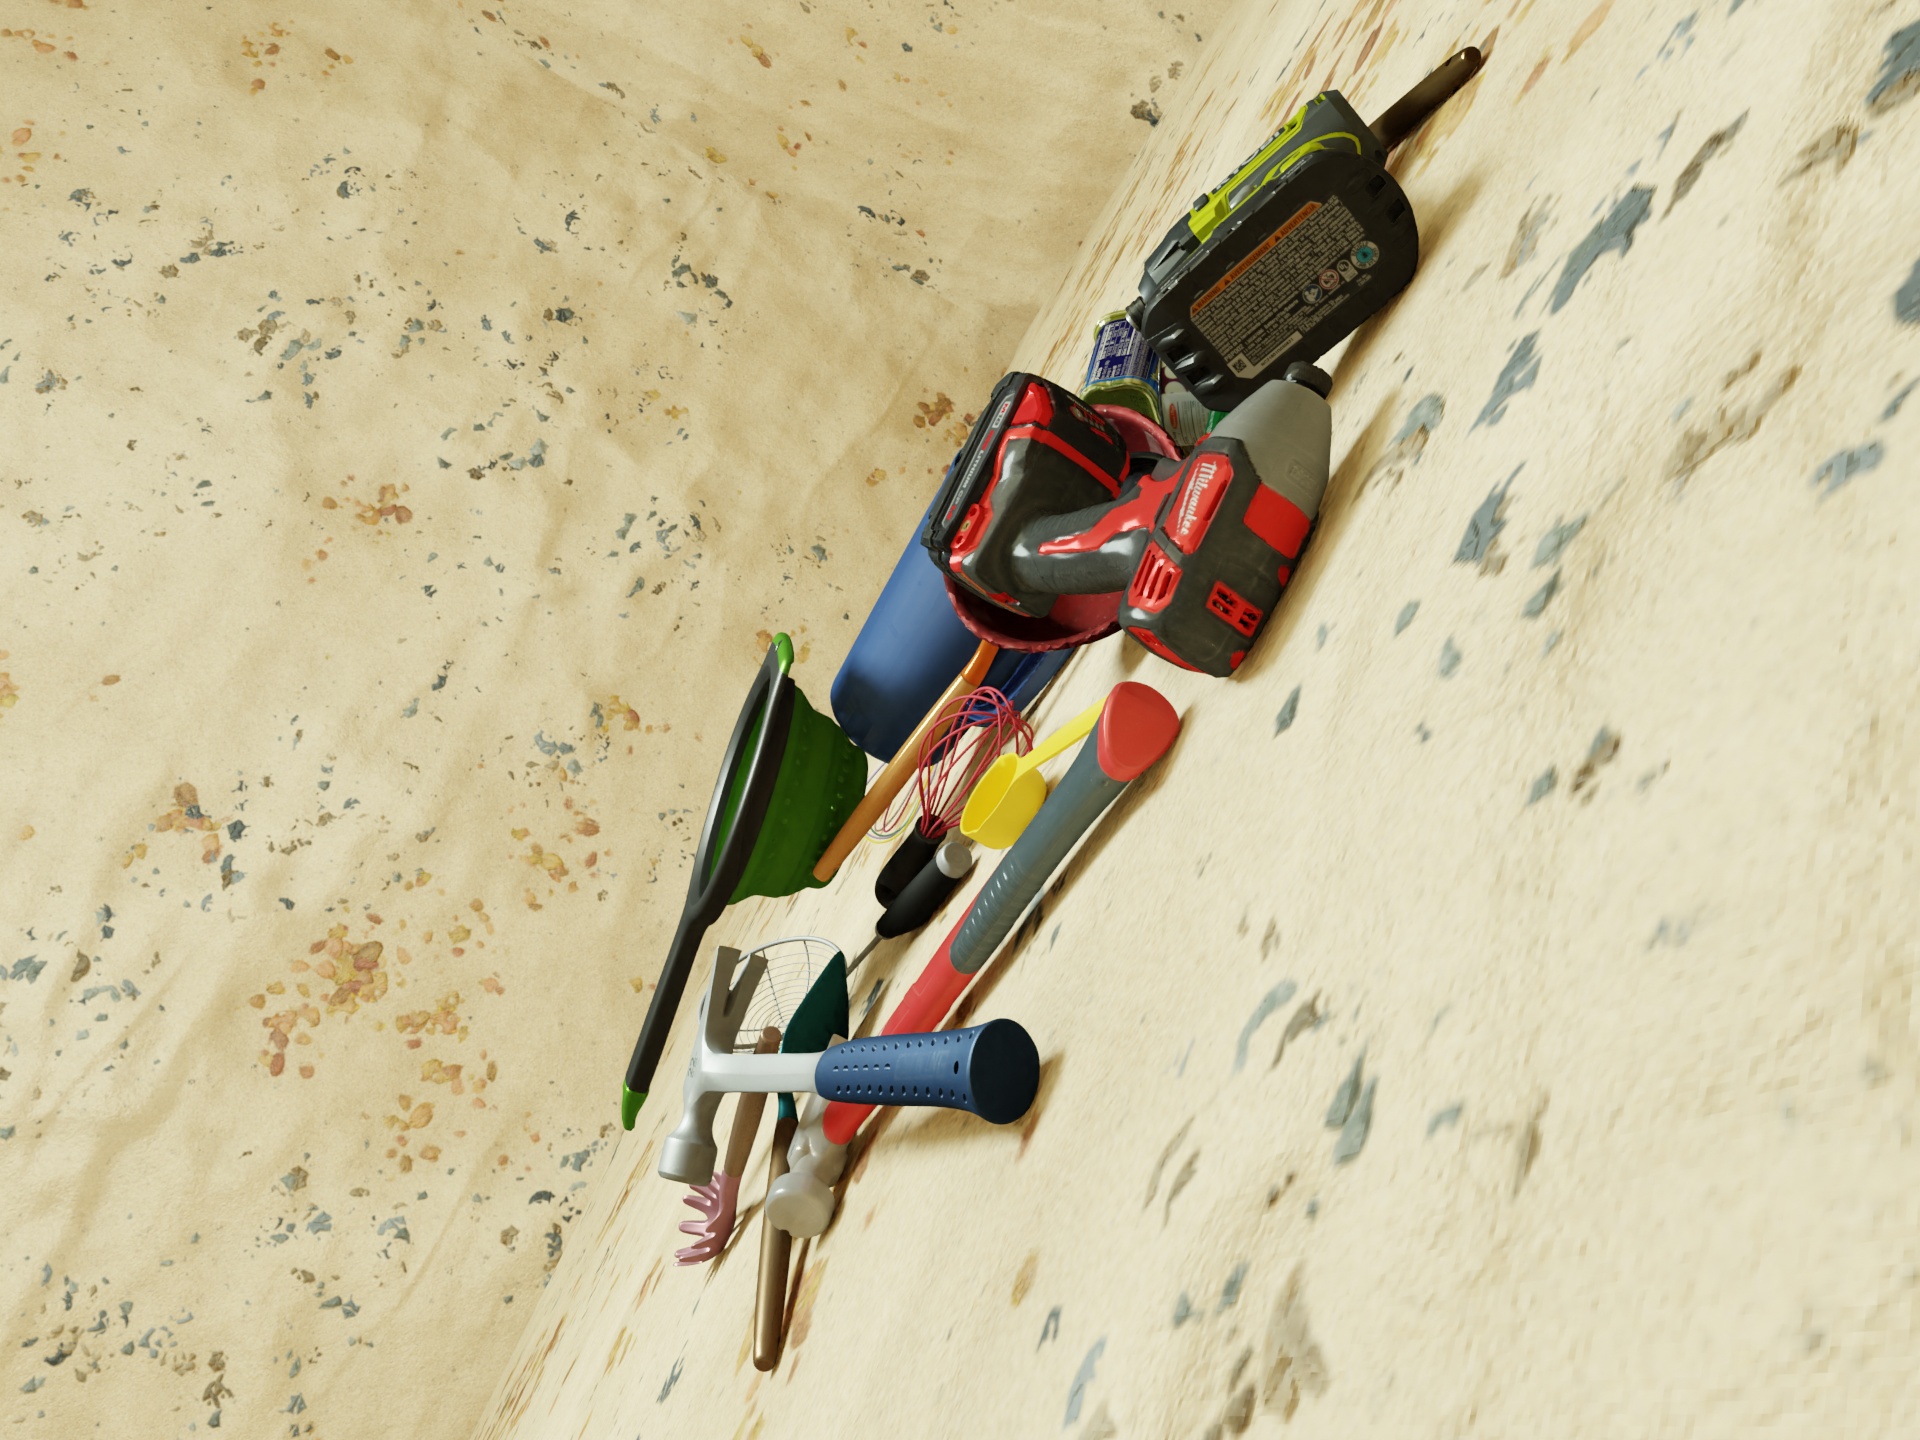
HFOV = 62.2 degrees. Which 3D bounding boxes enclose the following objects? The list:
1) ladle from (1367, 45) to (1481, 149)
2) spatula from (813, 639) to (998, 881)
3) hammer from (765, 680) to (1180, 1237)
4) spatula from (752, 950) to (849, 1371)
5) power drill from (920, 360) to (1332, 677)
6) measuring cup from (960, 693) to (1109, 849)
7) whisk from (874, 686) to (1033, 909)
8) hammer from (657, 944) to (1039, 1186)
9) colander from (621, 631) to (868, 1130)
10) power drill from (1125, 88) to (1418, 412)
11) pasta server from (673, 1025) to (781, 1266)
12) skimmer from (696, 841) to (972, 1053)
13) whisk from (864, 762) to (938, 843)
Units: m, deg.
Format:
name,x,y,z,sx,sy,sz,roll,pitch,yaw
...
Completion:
name,x,y,z,sx,sy,sz,roll,pitch,yaw
ladle,0.240,-0.349,0.994,0.315,0.031,0.069,175,116,-79
spatula,-0.002,-0.003,1.067,0.322,0.041,0.081,-52,-19,20
hammer,0.002,0.118,0.851,0.386,0.038,0.143,-57,7,33
spatula,-0.098,0.266,0.981,0.318,0.044,0.082,-93,1,-62
power drill,0.083,-0.106,0.761,0.220,0.078,0.143,21,83,58
measuring cup,0.056,0.026,0.908,0.156,0.029,0.062,-39,23,41
whisk,-0.014,0.066,1.081,0.295,0.073,0.073,120,175,-56
hammer,-0.072,0.178,0.830,0.405,0.035,0.144,-24,51,60
colander,-0.156,0.136,1.194,0.205,0.094,0.397,-124,53,-73
power drill,0.159,-0.252,0.860,0.171,0.080,0.223,-39,17,22
pasta server,-0.161,0.296,1.097,0.316,0.040,0.060,110,167,-46
skimmer,-0.097,0.155,1.165,0.127,0.090,0.363,-47,-2,-39
whisk,-0.013,0.003,1.390,0.245,0.051,0.047,-57,28,1
